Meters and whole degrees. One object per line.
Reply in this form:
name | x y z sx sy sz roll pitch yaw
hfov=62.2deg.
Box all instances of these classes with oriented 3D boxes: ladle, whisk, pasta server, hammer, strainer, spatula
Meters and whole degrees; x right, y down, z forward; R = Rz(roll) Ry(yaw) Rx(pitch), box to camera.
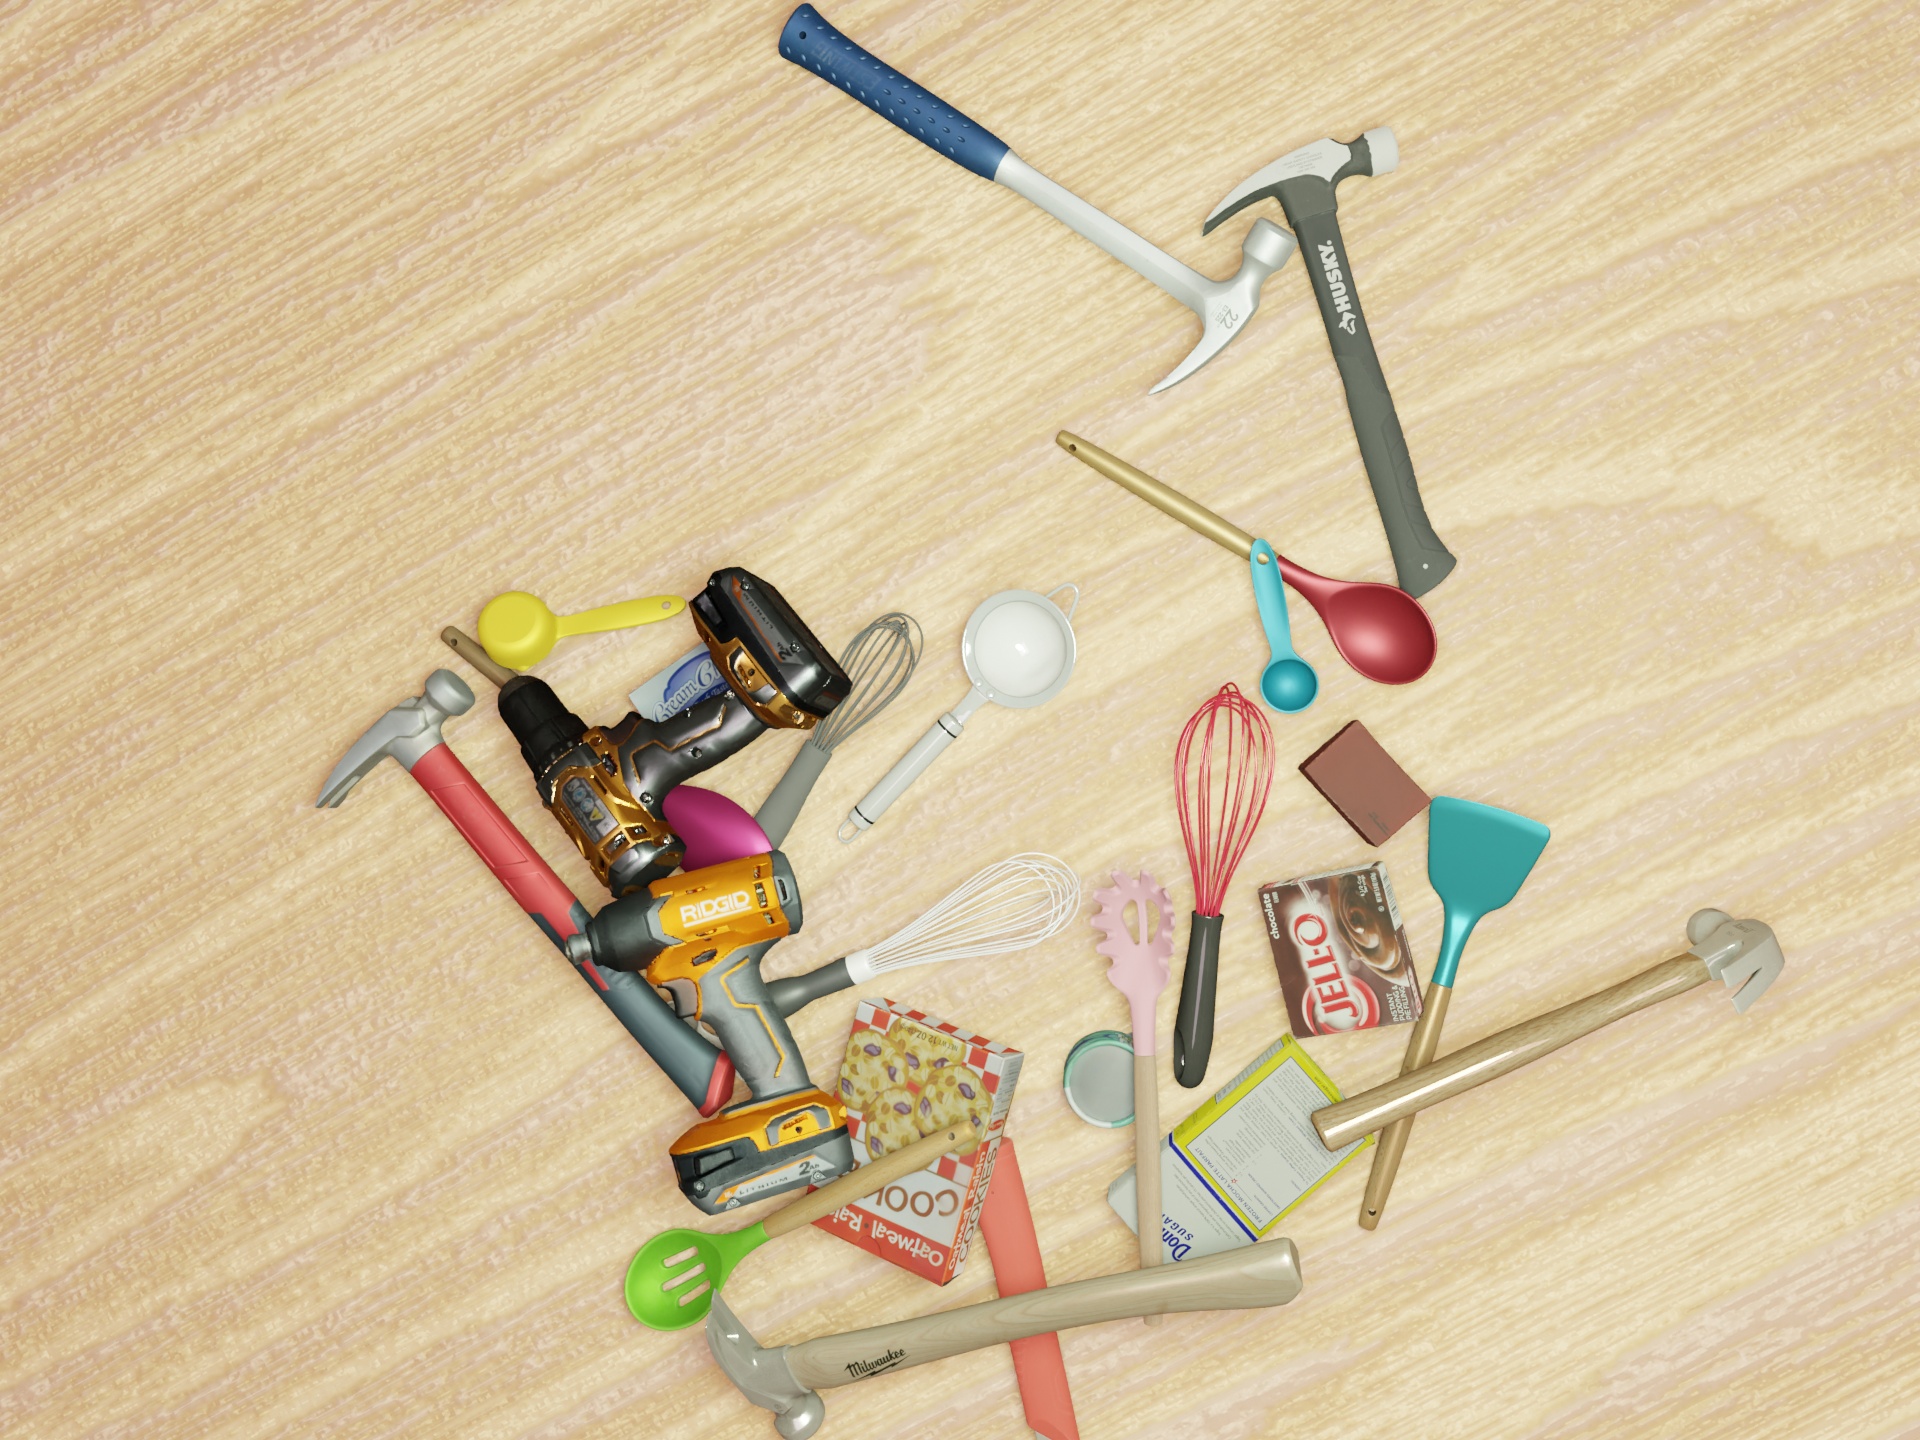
ladle | 0.204 -0.126 1.151 0.315 0.031 0.069 32 119 7
whisk | -0.102 0.023 1.171 0.055 0.055 0.239 34 97 4
pasta server | 0.128 0.263 1.114 0.060 0.040 0.316 -3 85 20
hammer | 0.282 -0.247 1.143 0.146 0.035 0.335 -16 88 4
strainer | -0.002 -0.004 1.164 0.087 0.050 0.258 46 99 10
hammer | 0.028 0.406 1.089 0.410 0.038 0.146 -18 122 15
hammer | 0.394 0.214 1.076 0.331 0.130 0.031 -25 91 3
spatula | 0.332 0.213 1.129 0.082 0.044 0.317 17 92 16
whisk | -0.043 0.168 1.162 0.284 0.070 0.070 -23 88 10
hammer | 0.070 0.482 1.155 0.149 0.036 0.359 -12 89 5
hammer | -0.313 0.148 1.179 0.143 0.038 0.386 -43 82 5
whisk | 0.179 0.119 1.139 0.073 0.073 0.296 6 95 5
hammer | 0.036 -0.391 1.152 0.405 0.035 0.144 36 114 9

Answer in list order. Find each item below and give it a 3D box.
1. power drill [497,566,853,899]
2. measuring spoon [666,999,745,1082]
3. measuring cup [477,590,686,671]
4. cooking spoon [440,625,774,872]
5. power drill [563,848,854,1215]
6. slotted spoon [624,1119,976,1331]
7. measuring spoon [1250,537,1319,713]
power drill | -0.213 -0.010 1.136 0.226 0.084 0.185 -42 74 6
measuring spoon | -0.173 0.249 1.192 0.124 0.018 0.034 33 92 -2
measuring cup | -0.285 -0.079 1.189 0.156 0.029 0.062 -10 68 1
cooking spoon | -0.267 0.027 1.187 0.319 0.017 0.068 37 102 9
power drill | -0.173 0.217 1.100 0.164 0.084 0.226 -13 83 -18
slotted spoon | -0.116 0.356 1.140 0.313 0.031 0.070 -32 70 20
measuring spoon | 0.229 -0.069 1.144 0.042 0.021 0.128 -11 98 19
